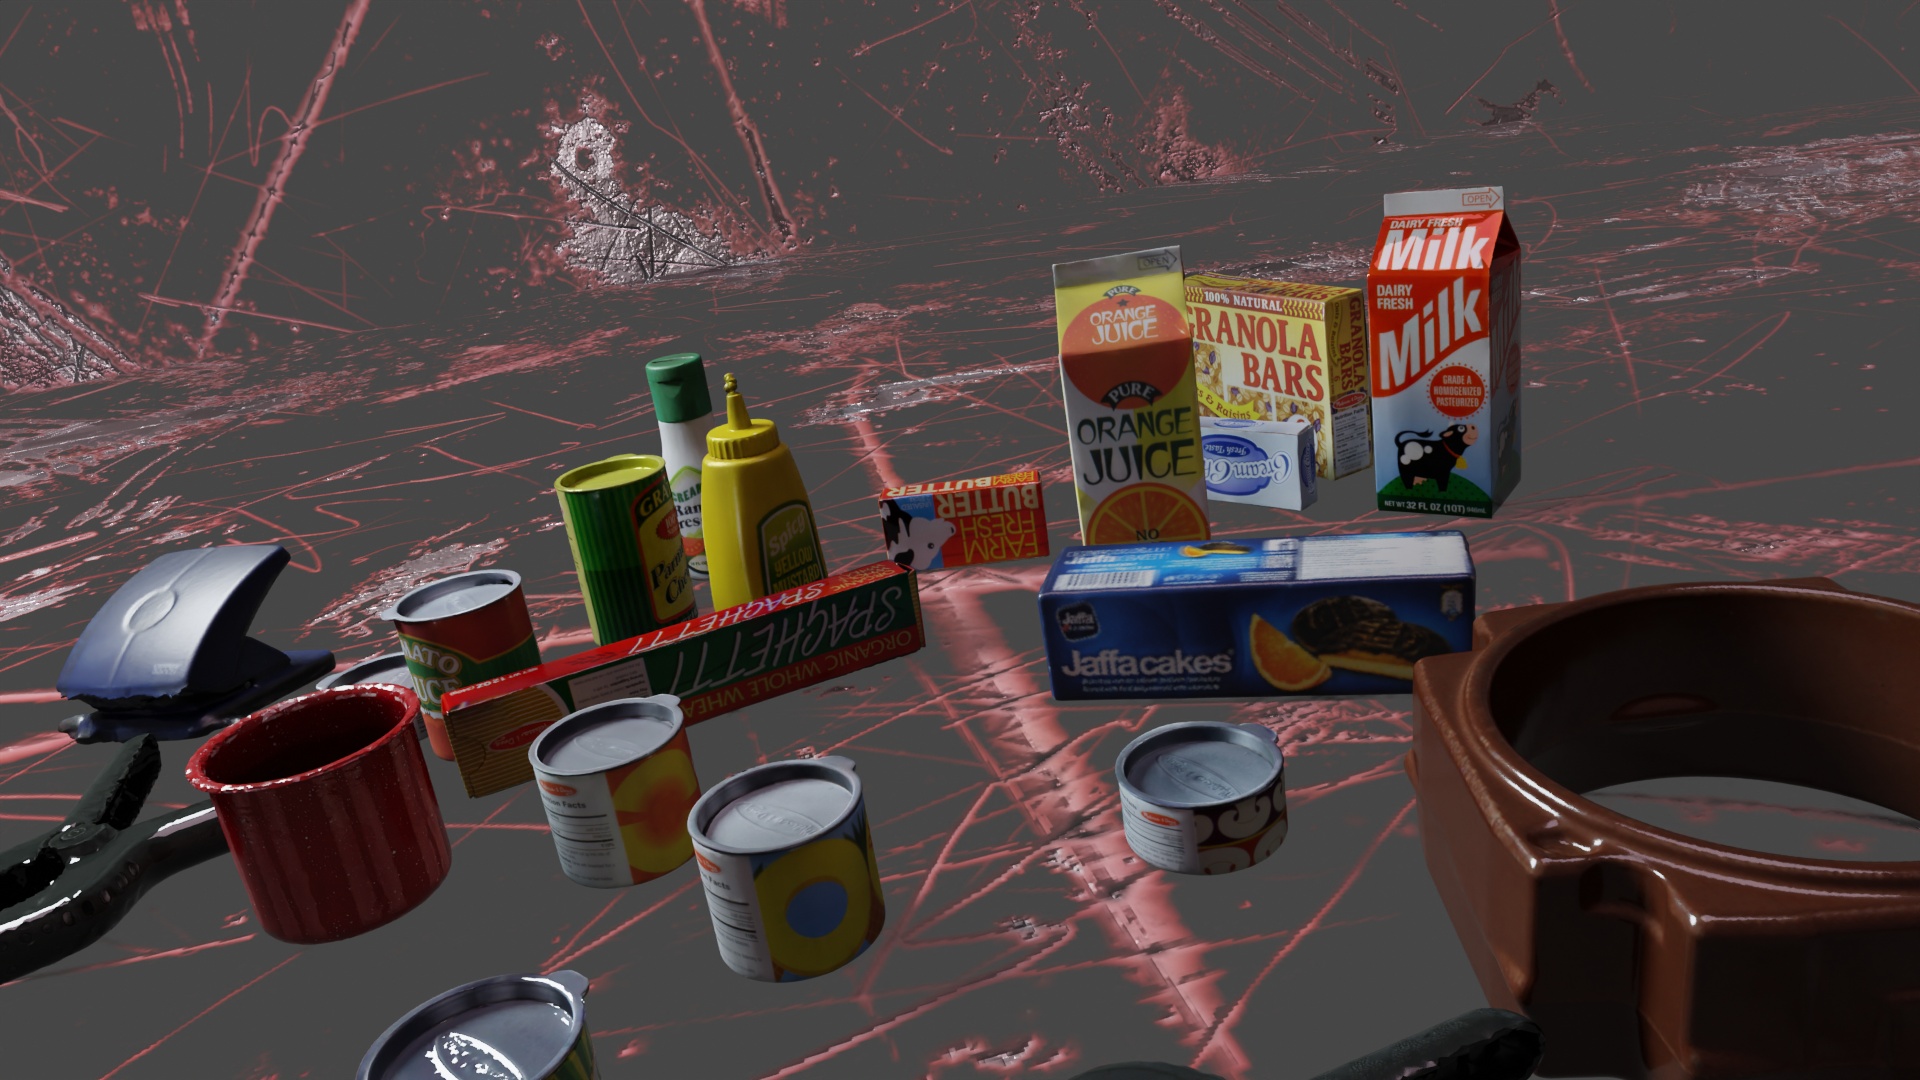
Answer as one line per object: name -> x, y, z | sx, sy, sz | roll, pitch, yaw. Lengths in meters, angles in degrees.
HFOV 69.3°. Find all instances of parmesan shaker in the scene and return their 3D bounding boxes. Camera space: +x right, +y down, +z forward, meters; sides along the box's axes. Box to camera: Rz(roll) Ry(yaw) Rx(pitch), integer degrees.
parmesan shaker -> -0.201, 0.006, 0.848 | 0.071, 0.102, 0.071 | -8, 19, 3

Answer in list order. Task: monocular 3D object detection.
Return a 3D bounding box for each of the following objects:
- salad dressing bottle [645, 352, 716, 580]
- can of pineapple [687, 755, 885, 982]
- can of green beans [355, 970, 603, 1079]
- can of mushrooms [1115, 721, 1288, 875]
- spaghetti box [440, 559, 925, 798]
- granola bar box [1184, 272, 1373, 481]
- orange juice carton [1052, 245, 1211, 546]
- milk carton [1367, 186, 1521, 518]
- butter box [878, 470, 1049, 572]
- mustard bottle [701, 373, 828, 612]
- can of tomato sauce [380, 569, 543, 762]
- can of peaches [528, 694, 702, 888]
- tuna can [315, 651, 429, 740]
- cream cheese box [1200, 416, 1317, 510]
salad dressing bottle -> -0.175, -0.048, 0.920 | 0.064, 0.147, 0.044 | -7, 19, 6
can of pineapple -> -0.063, 0.124, 0.528 | 0.071, 0.057, 0.071 | -8, 19, 3
can of green beans -> -0.140, 0.175, 0.419 | 0.071, 0.057, 0.071 | -8, 19, 3
can of mushrooms -> 0.099, 0.101, 0.556 | 0.071, 0.033, 0.071 | -8, 20, 3
spaghetti box -> -0.137, 0.068, 0.725 | 0.251, 0.050, 0.029 | -17, 21, -22
granola bar box -> 0.218, -0.120, 0.981 | 0.039, 0.123, 0.166 | -18, 21, -24
orange juice carton -> 0.098, -0.065, 0.782 | 0.072, 0.192, 0.073 | -6, 19, 8
milk carton -> 0.293, -0.115, 0.838 | 0.072, 0.189, 0.074 | 5, 24, 35
butter box -> 0.003, -0.011, 0.879 | 0.103, 0.053, 0.024 | -7, 19, 5
mustard bottle -> -0.115, -0.016, 0.784 | 0.049, 0.159, 0.065 | 7, 25, 38
can of tomato sauce -> -0.257, 0.066, 0.734 | 0.071, 0.082, 0.071 | -8, 19, 3
can of peaches -> -0.146, 0.108, 0.606 | 0.071, 0.058, 0.071 | -8, 19, 3
tuna can -> -0.319, 0.090, 0.771 | 0.071, 0.032, 0.071 | -8, 20, 3
cream cheese box -> 0.183, -0.052, 0.914 | 0.104, 0.053, 0.024 | 9, 26, 40
